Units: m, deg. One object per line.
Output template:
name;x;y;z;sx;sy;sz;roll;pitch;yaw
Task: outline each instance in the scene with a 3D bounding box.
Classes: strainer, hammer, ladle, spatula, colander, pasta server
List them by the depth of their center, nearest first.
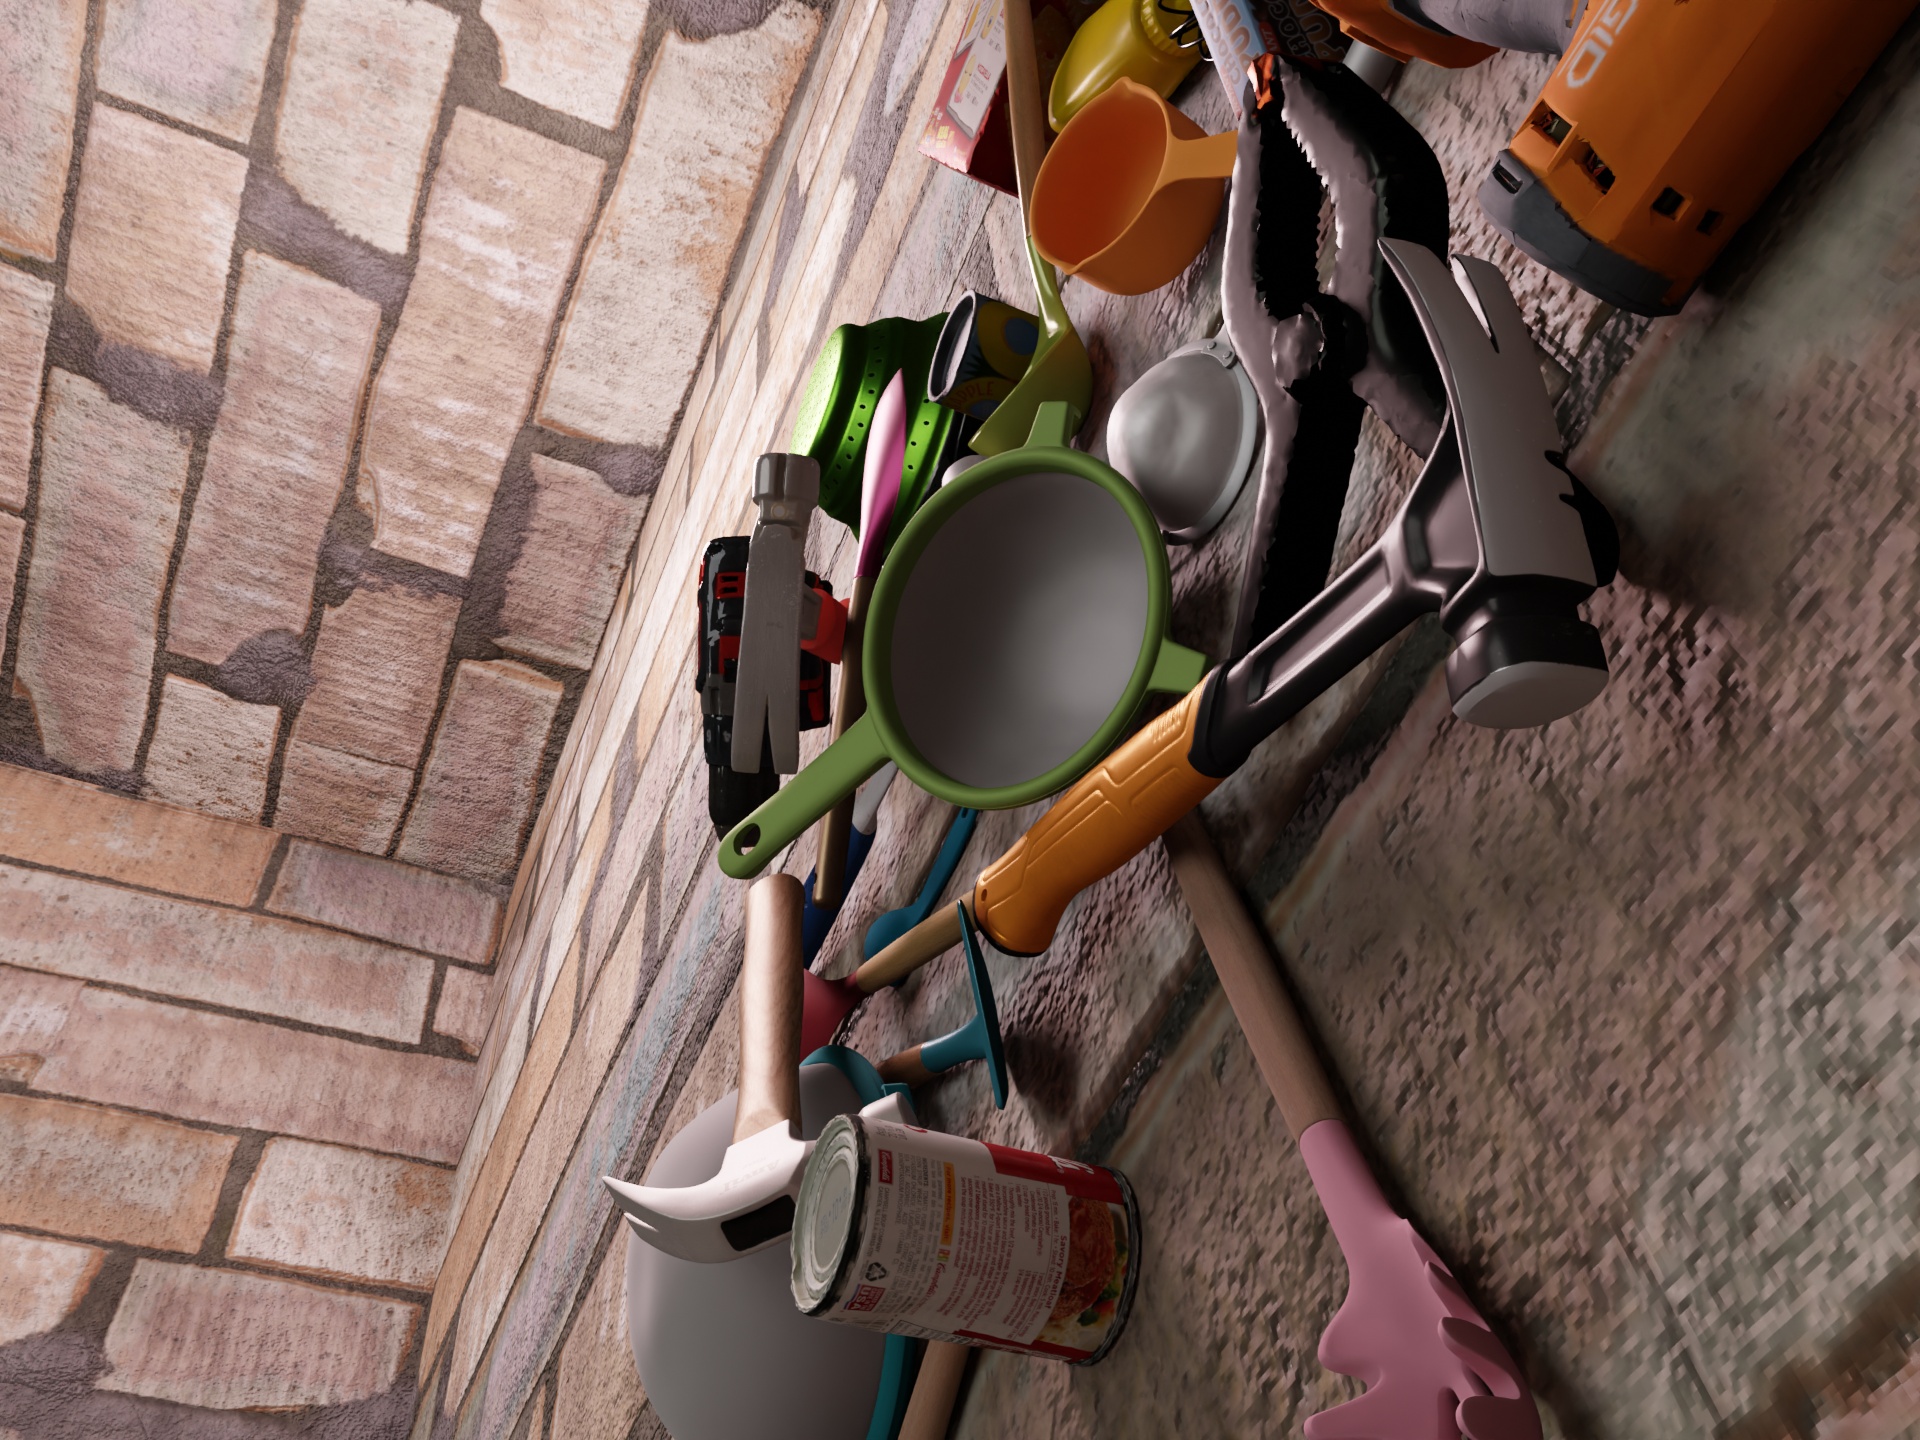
pasta server;0.090;0.099;0.457;0.316;0.040;0.060;-105;37;-60
hammer;0.072;0.001;0.505;0.336;0.034;0.127;129;142;-58
spatula;-0.035;0.352;0.628;0.060;0.018;0.316;19;92;63
strainer;0.114;-0.174;0.631;0.258;0.050;0.087;-63;36;18
strainer;-0.001;-0.002;0.683;0.256;0.069;0.152;-39;57;25
hammer;-0.091;0.144;0.746;0.331;0.130;0.031;-113;-2;-74
spatula;-0.031;0.162;0.747;0.317;0.044;0.082;135;126;-59
ladle;-0.033;0.122;0.789;0.315;0.031;0.069;-41;53;49
strainer;-0.128;0.261;0.790;0.340;0.095;0.211;-11;73;64
ladle;0.029;-0.283;0.857;0.078;0.062;0.320;140;131;-59
hammer;-0.051;0.051;0.879;0.405;0.035;0.144;119;153;-42
hammer;-0.080;-0.046;0.904;0.359;0.036;0.149;37;-124;-88
colander;-0.043;-0.161;0.990;0.397;0.094;0.204;-108;39;-61

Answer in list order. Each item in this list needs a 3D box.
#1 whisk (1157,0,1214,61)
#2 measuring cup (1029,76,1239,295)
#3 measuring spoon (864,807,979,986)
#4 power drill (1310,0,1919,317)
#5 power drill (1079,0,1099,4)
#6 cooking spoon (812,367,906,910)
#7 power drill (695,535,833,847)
whisk;0.150;-0.323;0.650;0.239;0.055;0.055;13;86;68
measuring cup;0.107;-0.237;0.709;0.174;0.052;0.095;12;86;49
measuring spoon;-0.022;0.084;0.825;0.042;0.021;0.128;-104;35;-58
power drill;0.179;-0.230;0.429;0.164;0.084;0.227;-60;26;33
power drill;0.121;-0.498;0.803;0.226;0.084;0.186;-38;29;39
cooking spoon;-0.054;-0.052;0.857;0.068;0.017;0.319;130;148;-62
power drill;-0.131;-0.022;1.043;0.227;0.080;0.188;-108;19;-87
